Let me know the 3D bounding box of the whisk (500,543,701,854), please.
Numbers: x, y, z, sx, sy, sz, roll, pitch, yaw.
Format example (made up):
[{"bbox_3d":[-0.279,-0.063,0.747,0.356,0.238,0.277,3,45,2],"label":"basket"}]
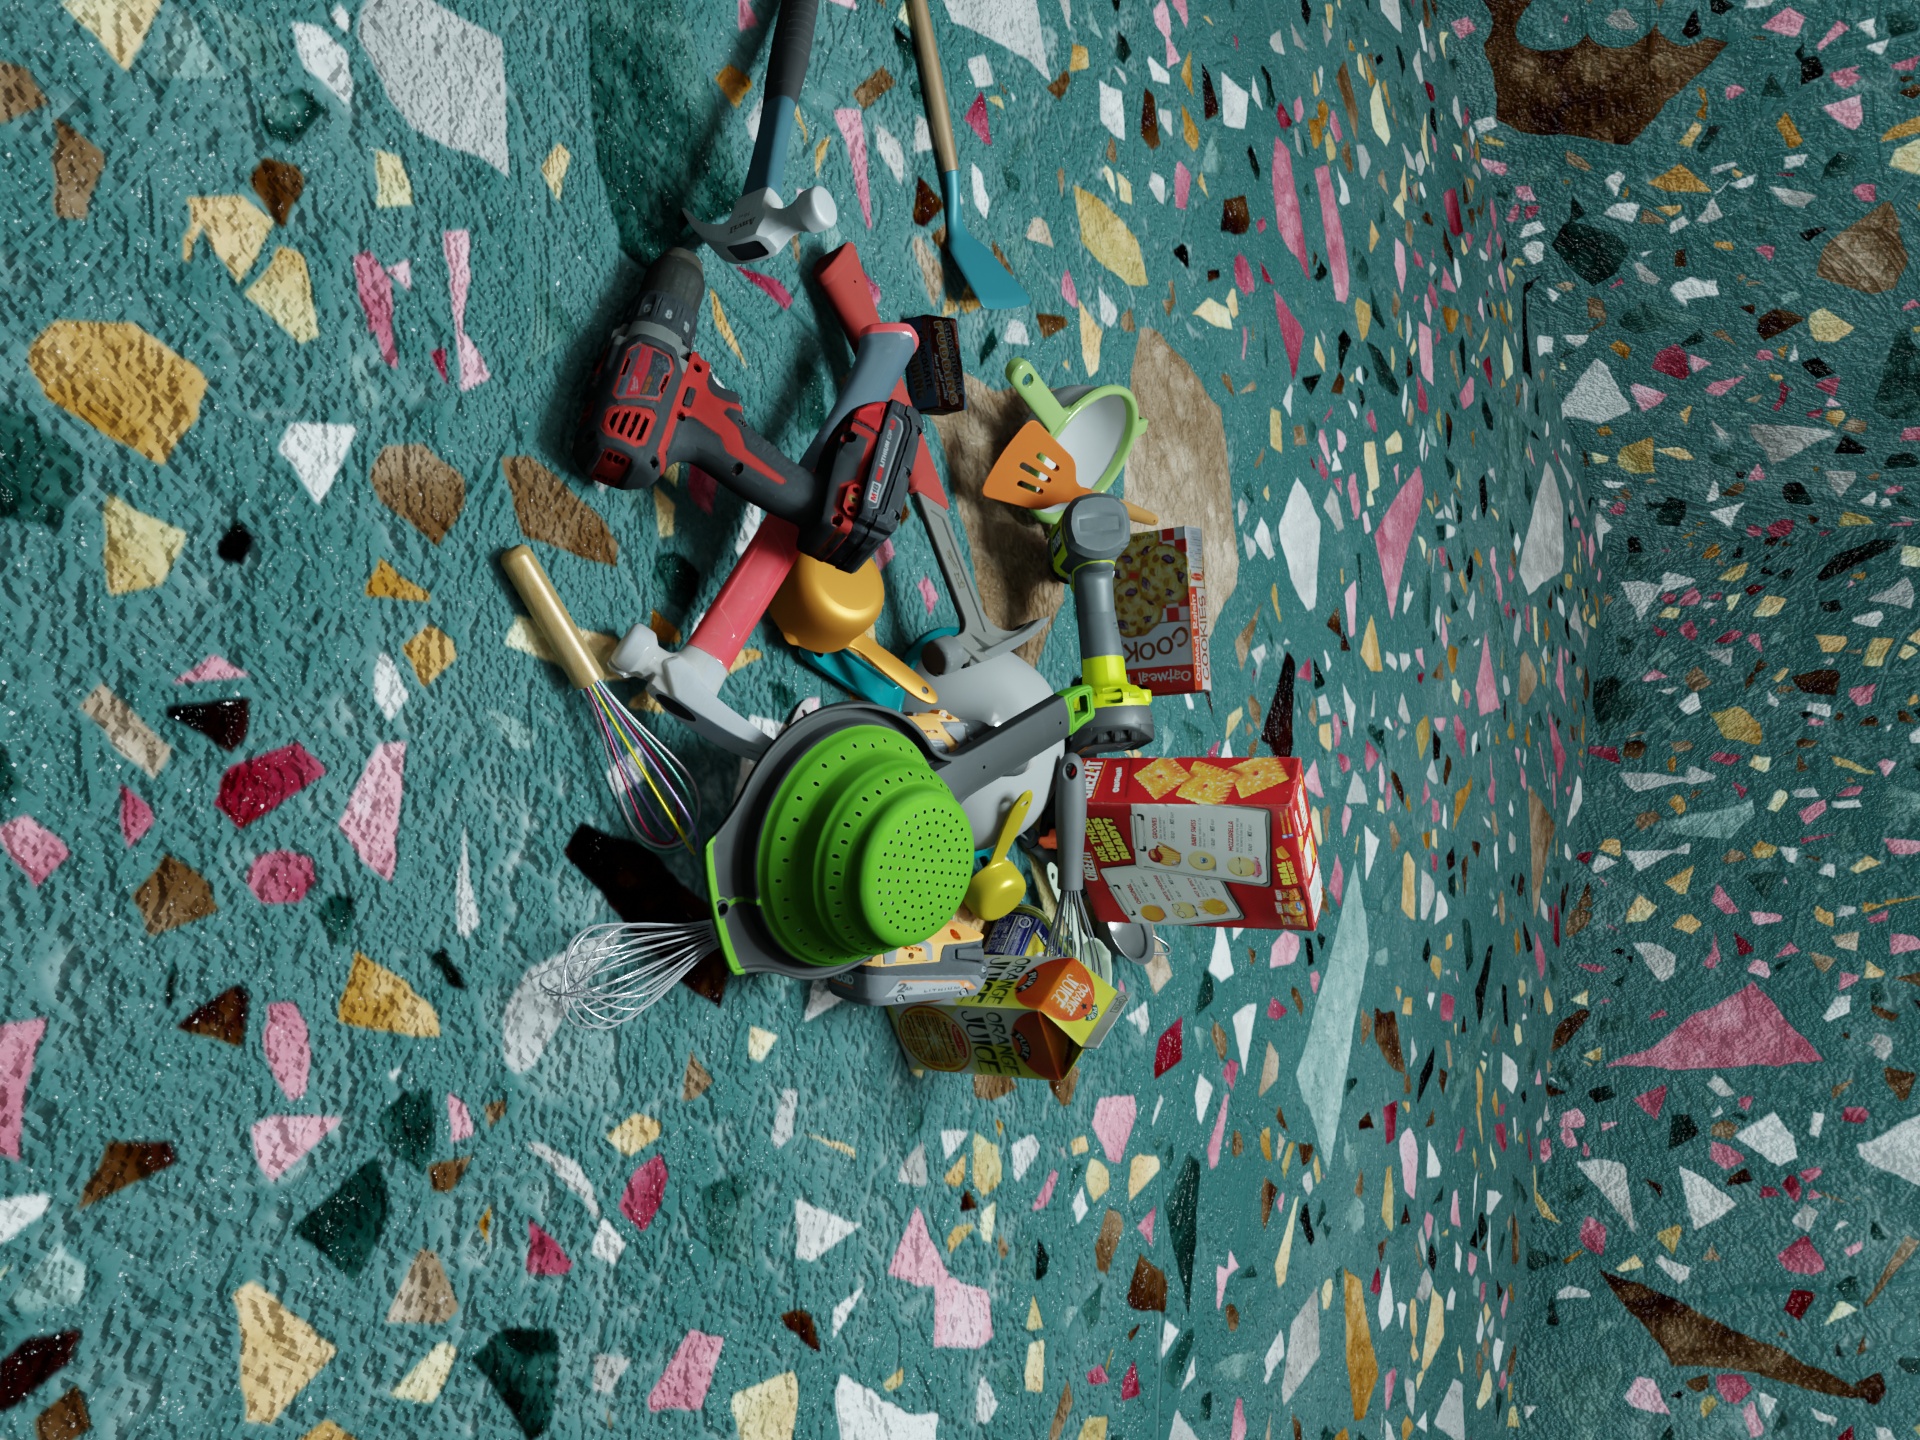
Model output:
[{"bbox_3d":[-0.239,-0.008,1.063,0.047,0.051,0.244,-75,142,-61],"label":"whisk"}]

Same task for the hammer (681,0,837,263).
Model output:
[{"bbox_3d":[-0.135,-0.477,1.212,0.033,0.128,0.331,42,44,-46],"label":"hammer"}]

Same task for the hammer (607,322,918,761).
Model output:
[{"bbox_3d":[-0.108,-0.149,1.185,0.143,0.038,0.386,35,59,-15],"label":"hammer"}]

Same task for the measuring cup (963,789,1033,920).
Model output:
[{"bbox_3d":[0.044,0.120,1.384,0.062,0.029,0.156,-17,144,-32],"label":"measuring cup"}]

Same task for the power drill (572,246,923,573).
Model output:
[{"bbox_3d":[-0.145,-0.220,1.122,0.226,0.080,0.188,21,63,-18],"label":"power drill"}]

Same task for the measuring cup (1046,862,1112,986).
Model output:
[{"bbox_3d":[0.099,0.210,1.531,0.083,0.038,0.167,-44,120,-49],"label":"measuring cup"}]

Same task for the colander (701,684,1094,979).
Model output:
[{"bbox_3d":[-0.003,0.063,1.161,0.397,0.094,0.204,-29,121,-39],"label":"colander"}]

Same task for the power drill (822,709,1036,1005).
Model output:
[{"bbox_3d":[-0.021,0.104,1.272,0.185,0.084,0.226,0,92,-33],"label":"power drill"}]

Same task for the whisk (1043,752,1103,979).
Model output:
[{"bbox_3d":[0.100,0.147,1.408,0.055,0.055,0.239,-10,101,-56],"label":"whisk"}]

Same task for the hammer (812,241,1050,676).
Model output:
[{"bbox_3d":[-0.034,-0.221,1.324,0.149,0.037,0.359,-27,98,-49],"label":"hammer"}]

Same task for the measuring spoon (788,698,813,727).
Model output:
[{"bbox_3d":[-0.140,0.030,1.225,0.034,0.018,0.124,57,37,-35],"label":"measuring spoon"}]

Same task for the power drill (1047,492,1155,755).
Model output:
[{"bbox_3d":[0.123,-0.085,1.496,0.190,0.080,0.228,124,-38,-82],"label":"power drill"}]

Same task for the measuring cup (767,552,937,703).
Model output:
[{"bbox_3d":[-0.071,-0.076,1.243,0.173,0.052,0.095,39,48,-16],"label":"measuring cup"}]

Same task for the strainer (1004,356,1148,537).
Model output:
[{"bbox_3d":[0.079,-0.284,1.496,0.151,0.069,0.256,-51,152,2],"label":"strainer"}]

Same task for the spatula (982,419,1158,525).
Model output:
[{"bbox_3d":[0.125,-0.221,1.545,0.081,0.041,0.322,-55,157,16],"label":"spatula"}]

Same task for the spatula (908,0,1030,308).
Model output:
[{"bbox_3d":[-0.004,-0.532,1.457,0.082,0.044,0.317,-24,105,-50],"label":"spatula"}]

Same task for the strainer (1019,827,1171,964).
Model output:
[{"bbox_3d":[0.124,0.172,1.570,0.258,0.050,0.087,45,31,-36],"label":"strainer"}]

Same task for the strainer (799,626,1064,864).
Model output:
[{"bbox_3d":[-0.002,-0.004,1.354,0.340,0.095,0.211,35,59,-50],"label":"strainer"}]

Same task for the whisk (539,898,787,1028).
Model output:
[{"bbox_3d":[-0.181,0.153,1.109,0.284,0.070,0.070,-14,98,-60],"label":"whisk"}]
